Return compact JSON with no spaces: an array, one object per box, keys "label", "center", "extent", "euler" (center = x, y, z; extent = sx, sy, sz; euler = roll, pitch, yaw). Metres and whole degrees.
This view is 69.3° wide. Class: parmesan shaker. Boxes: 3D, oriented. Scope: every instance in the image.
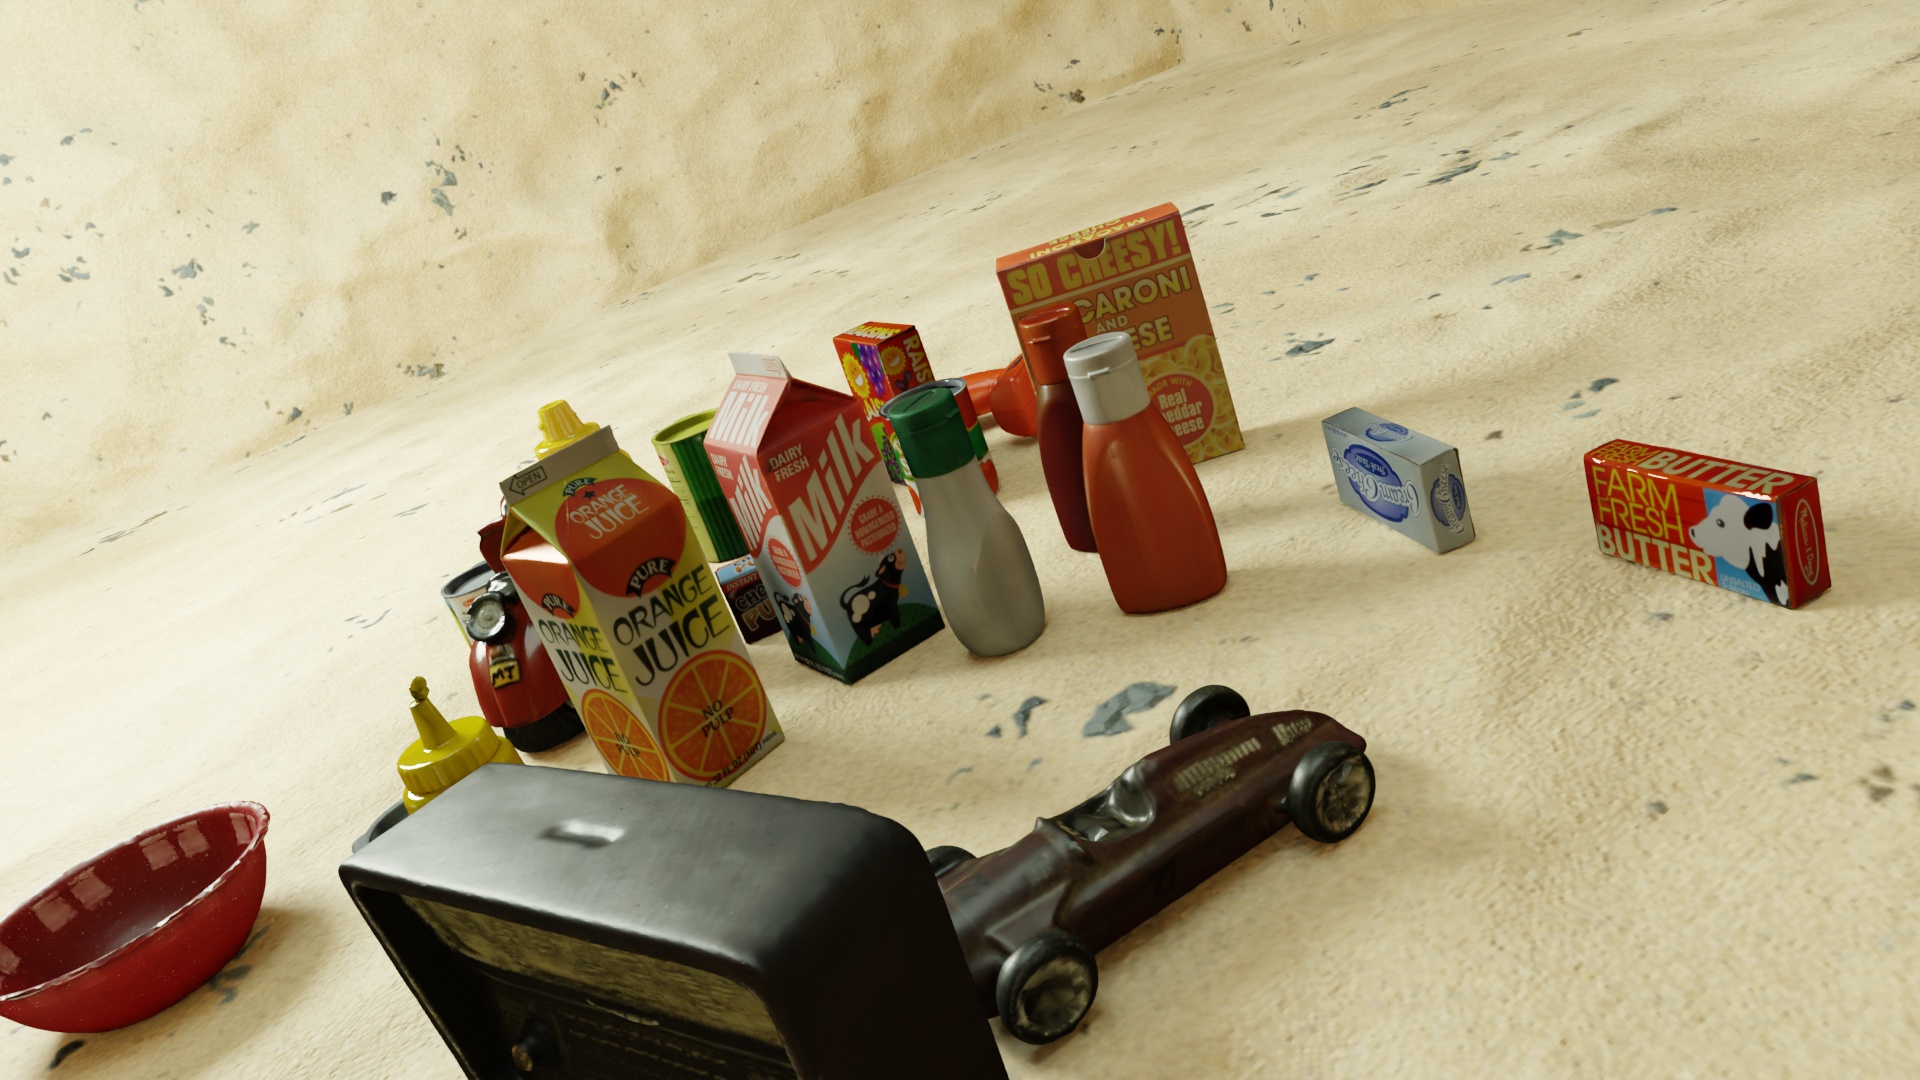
[{"label":"parmesan shaker","center":[-0.188,-0.044,1.073],"extent":[0.071,0.102,0.071],"euler":[-17,21,7]}]

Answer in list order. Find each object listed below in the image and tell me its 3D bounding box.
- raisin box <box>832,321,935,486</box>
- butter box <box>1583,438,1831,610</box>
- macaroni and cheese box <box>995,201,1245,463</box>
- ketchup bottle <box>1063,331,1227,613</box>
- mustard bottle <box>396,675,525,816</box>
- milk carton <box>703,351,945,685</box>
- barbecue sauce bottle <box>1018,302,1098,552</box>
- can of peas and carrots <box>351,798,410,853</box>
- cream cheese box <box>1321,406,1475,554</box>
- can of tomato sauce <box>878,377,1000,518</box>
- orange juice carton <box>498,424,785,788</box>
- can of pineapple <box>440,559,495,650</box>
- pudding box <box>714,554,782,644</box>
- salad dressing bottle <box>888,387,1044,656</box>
[{"label":"raisin box","center":[-0.046,-0.104,1.067],"extent":[0.040,0.123,0.086],"euler":[-28,22,-20]},{"label":"butter box","center":[0.321,-0.010,0.605],"extent":[0.024,0.053,0.103],"euler":[-26,21,-15]},{"label":"macaroni and cheese box","center":[0.106,-0.123,0.917],"extent":[0.124,0.166,0.040],"euler":[-17,21,7]},{"label":"ketchup bottle","center":[0.093,-0.035,0.737],"extent":[0.064,0.148,0.044],"euler":[-14,21,15]},{"label":"mustard bottle","center":[-0.196,0.125,0.584],"extent":[0.049,0.159,0.065],"euler":[-22,21,-5]},{"label":"milk carton","center":[-0.084,-0.020,0.800],"extent":[0.074,0.190,0.072],"euler":[-31,23,-26]},{"label":"barbecue sauce bottle","center":[0.074,-0.067,0.832],"extent":[0.065,0.148,0.044],"euler":[-7,24,30]},{"label":"can of peas and carrots","center":[-0.256,0.160,0.693],"extent":[0.071,0.058,0.071],"euler":[-17,21,7]},{"label":"cream cheese box","center":[0.233,-0.034,0.742],"extent":[0.024,0.053,0.104],"euler":[-23,21,-7]},{"label":"can of tomato sauce","center":[-0.015,-0.065,1.000],"extent":[0.071,0.082,0.071],"euler":[-17,21,7]},{"label":"orange juice carton","center":[-0.172,0.040,0.727],"extent":[0.073,0.192,0.072],"euler":[2,29,45]},{"label":"can of pineapple","center":[-0.348,0.049,1.050],"extent":[0.071,0.057,0.071],"euler":[-17,21,7]},{"label":"pudding box","center":[-0.112,0.027,0.906],"extent":[0.084,0.049,0.030],"euler":[-24,21,-9]},{"label":"salad dressing bottle","center":[0.003,-0.009,0.756],"extent":[0.044,0.147,0.064],"euler":[-4,26,37]}]
